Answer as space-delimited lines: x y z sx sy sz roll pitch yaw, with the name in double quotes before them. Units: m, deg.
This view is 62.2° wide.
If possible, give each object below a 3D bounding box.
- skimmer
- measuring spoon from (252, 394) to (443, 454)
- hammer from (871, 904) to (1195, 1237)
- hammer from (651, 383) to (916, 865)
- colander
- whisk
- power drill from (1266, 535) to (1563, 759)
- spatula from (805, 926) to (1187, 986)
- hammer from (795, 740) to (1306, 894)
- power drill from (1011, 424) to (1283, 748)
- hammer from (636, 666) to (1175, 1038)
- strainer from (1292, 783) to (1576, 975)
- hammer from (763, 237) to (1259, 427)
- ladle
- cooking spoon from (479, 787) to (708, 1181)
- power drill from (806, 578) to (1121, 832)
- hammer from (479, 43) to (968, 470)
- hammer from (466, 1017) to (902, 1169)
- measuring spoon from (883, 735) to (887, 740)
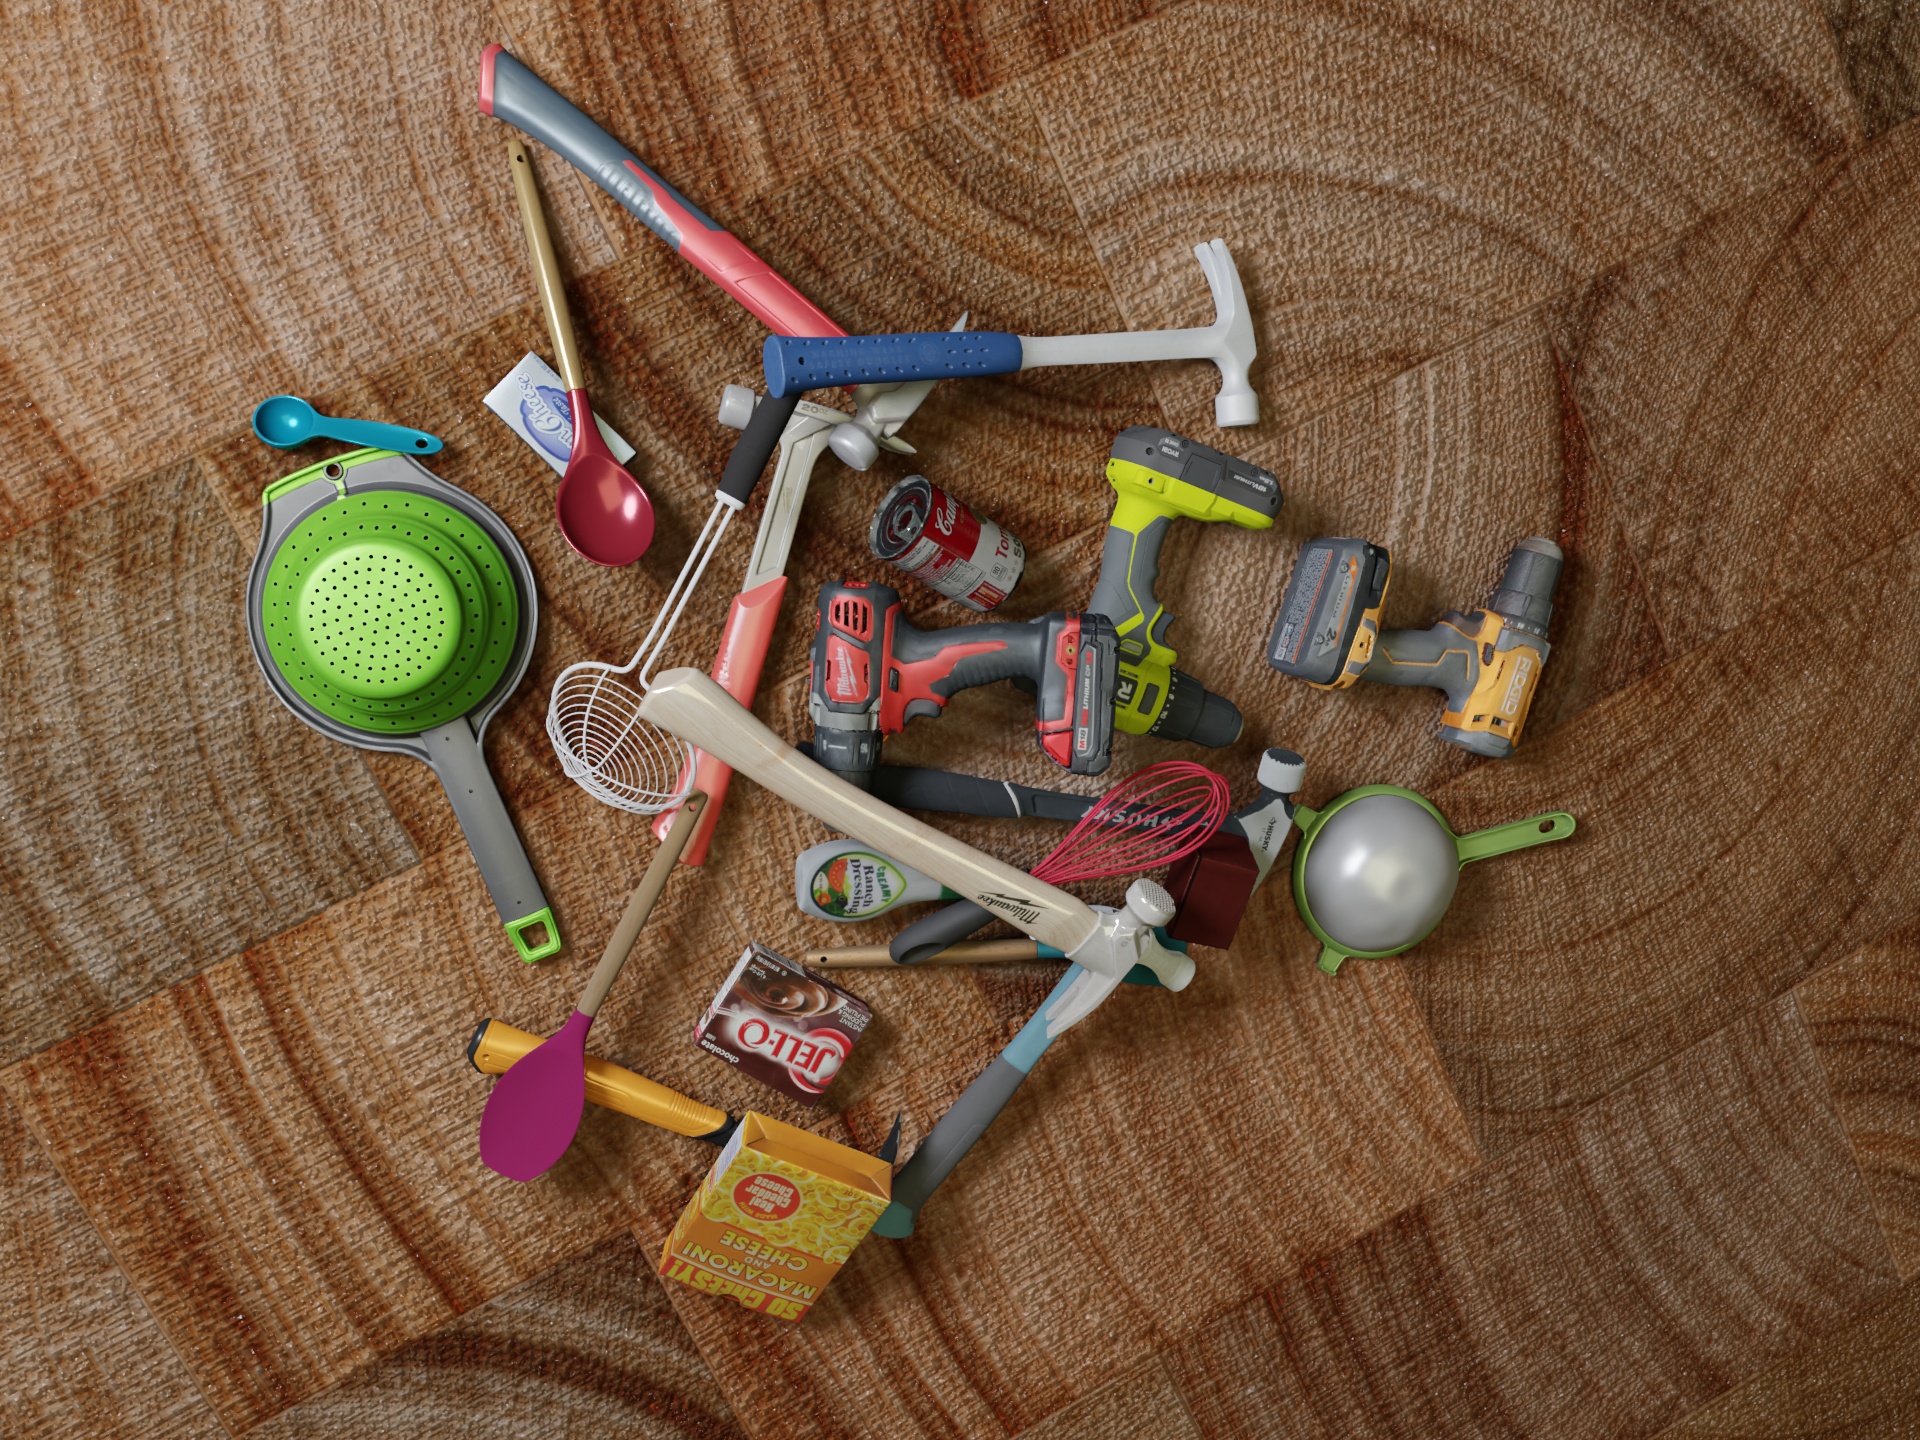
"skimmer" -0.187 -0.101 1.155 0.127 0.090 0.363 28 93 11
"measuring spoon" -0.435 -0.201 1.133 0.128 0.021 0.042 8 64 -12
"hammer" 0.036 0.284 1.268 0.128 0.033 0.331 37 97 -13
"hammer" -0.152 -0.063 1.205 0.149 0.037 0.359 15 93 -13
"colander" -0.376 0.001 1.136 0.204 0.094 0.397 -22 101 -8
"whisk" 0.073 0.114 1.218 0.296 0.073 0.073 -29 103 11
"power drill" 0.382 -0.084 1.293 0.226 0.084 0.185 18 93 -18
"spatula" 0.034 0.185 1.284 0.317 0.044 0.082 -1 96 -7
"hammer" 0.060 0.069 1.253 0.409 0.036 0.149 8 113 -8
"power drill" 0.162 -0.098 1.247 0.190 0.080 0.228 19 96 -12
"hammer" -0.050 0.089 1.151 0.410 0.038 0.146 31 114 -14
"strainer" 0.408 0.120 1.328 0.256 0.069 0.151 -13 100 -8
"hammer" 0.050 -0.276 1.167 0.405 0.035 0.144 -10 98 -27
"ladle" -0.282 -0.260 1.136 0.069 0.031 0.315 -13 89 -25
"cooking spoon" -0.265 0.194 1.180 0.068 0.017 0.319 27 89 -2
"power drill" -0.002 -0.004 1.175 0.226 0.080 0.188 4 98 2
"hammer" -0.176 -0.357 1.149 0.386 0.038 0.143 39 78 -9
"hammer" -0.213 0.299 1.224 0.336 0.034 0.127 24 119 -10
"measuring spoon" -0.079 -0.039 1.239 0.021 0.011 0.117 -17 97 -8
